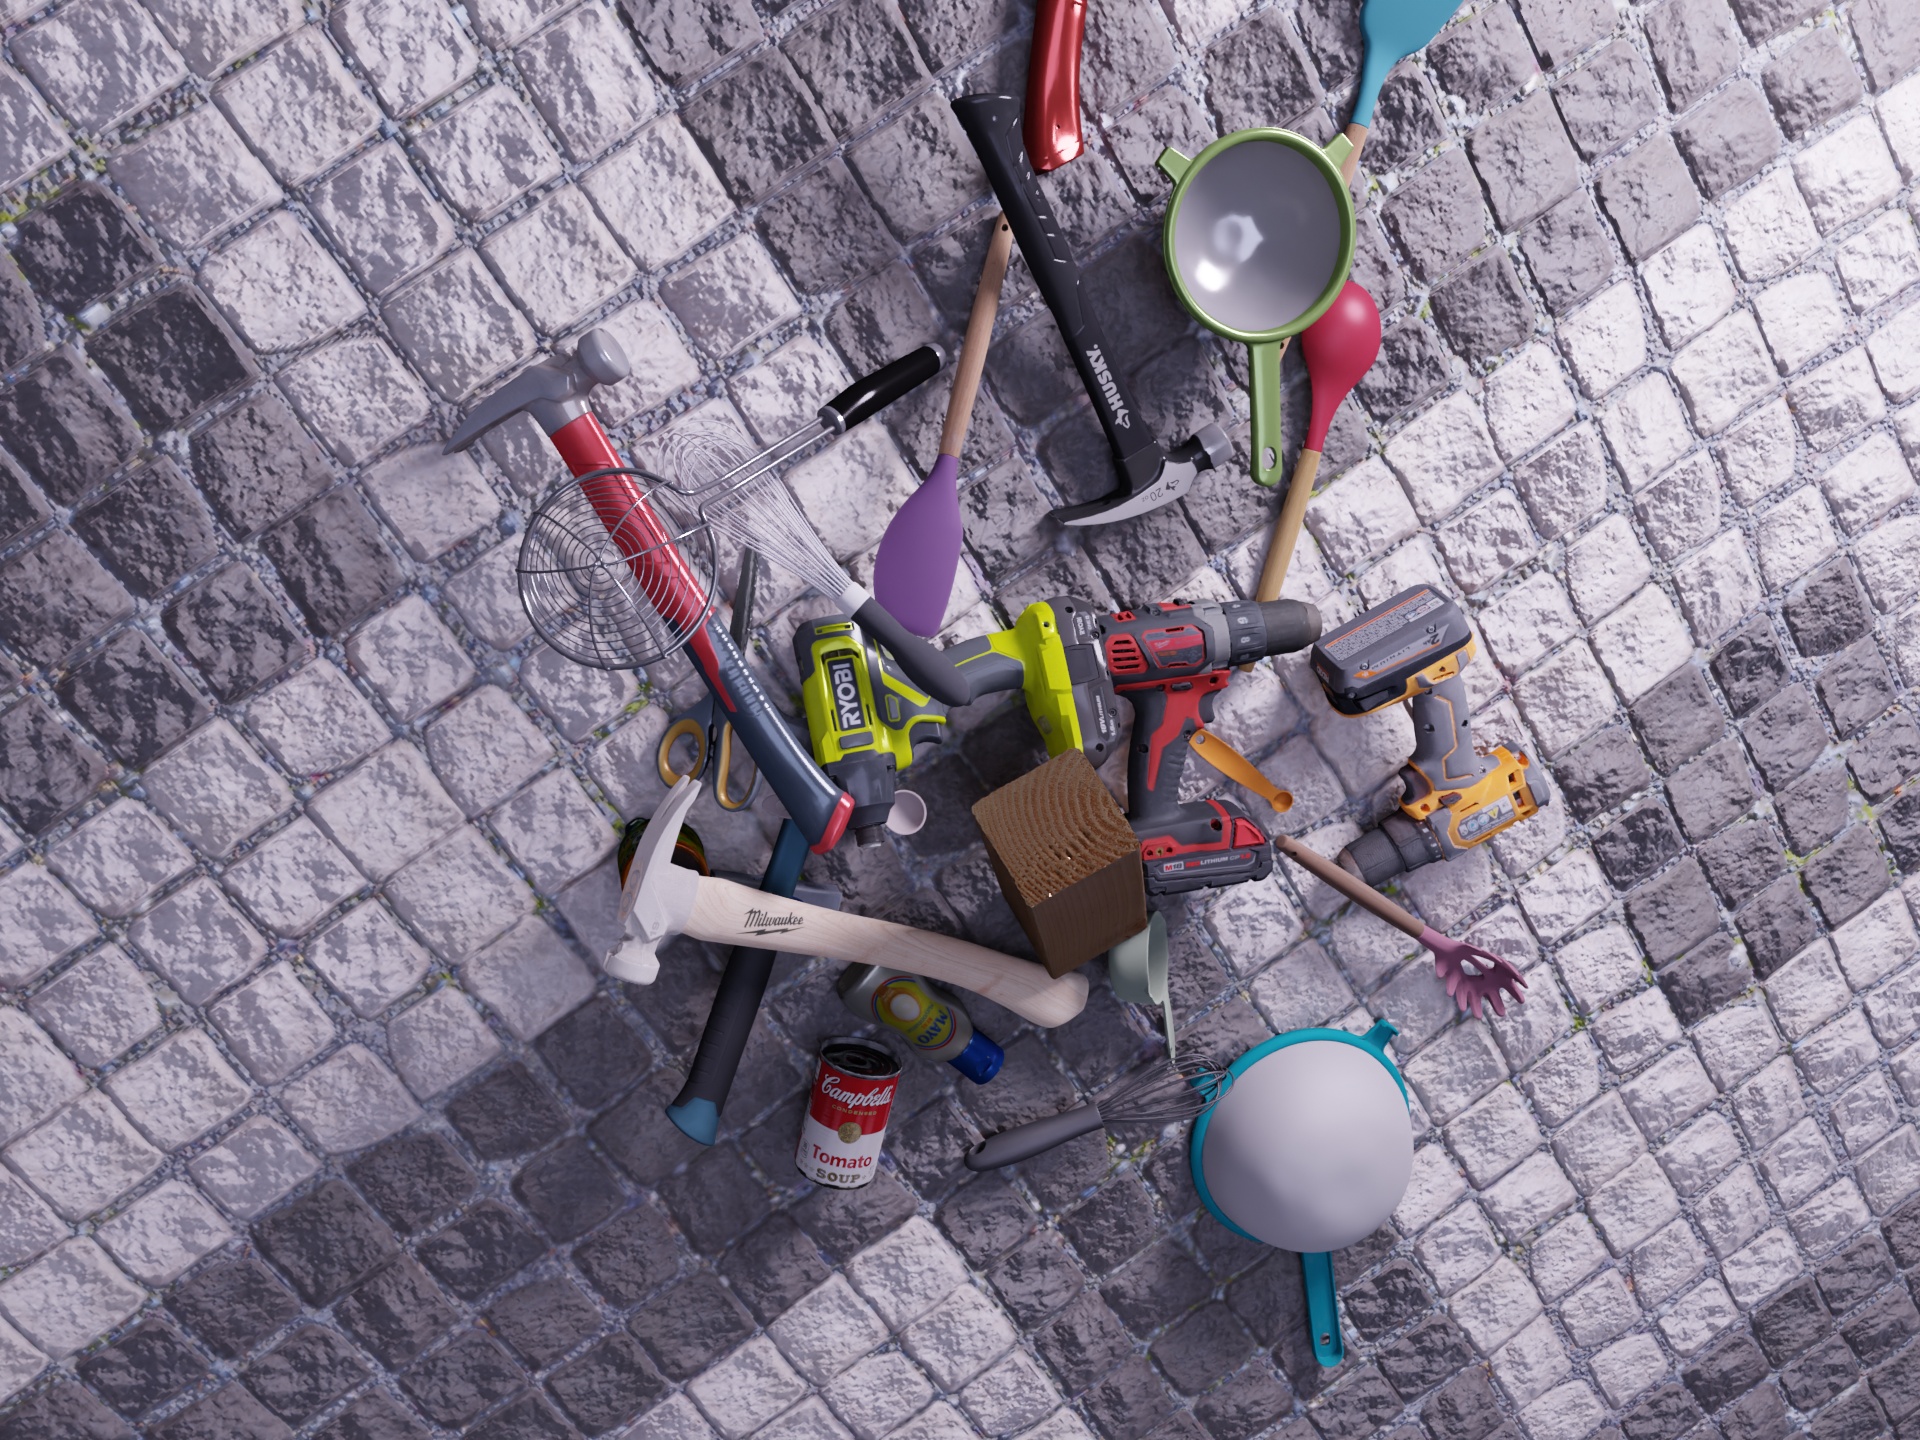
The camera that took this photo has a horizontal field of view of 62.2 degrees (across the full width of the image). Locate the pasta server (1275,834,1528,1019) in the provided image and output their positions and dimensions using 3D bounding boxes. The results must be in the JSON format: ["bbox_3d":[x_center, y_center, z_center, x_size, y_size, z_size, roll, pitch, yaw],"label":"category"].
[{"bbox_3d":[0.372,0.172,1.344,0.316,0.040,0.060,32,120,-30],"label":"pasta server"}]

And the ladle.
[{"bbox_3d":[0.269,-0.189,1.259,0.069,0.031,0.315,11,103,-16],"label":"ladle"}]

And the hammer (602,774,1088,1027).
[{"bbox_3d":[-0.061,0.160,1.207,0.410,0.038,0.146,19,90,-33],"label":"hammer"}]

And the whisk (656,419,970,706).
[{"bbox_3d":[-0.102,-0.107,1.134,0.284,0.070,0.070,42,91,-3],"label":"whisk"}]

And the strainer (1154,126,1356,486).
[{"bbox_3d":[0.215,-0.306,1.191,0.151,0.069,0.256,-9,107,-12],"label":"strainer"}]

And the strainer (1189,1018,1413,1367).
[{"bbox_3d":[0.324,0.443,1.399,0.211,0.095,0.340,-12,106,-11],"label":"strainer"}]

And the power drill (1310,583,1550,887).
[{"bbox_3d":[0.366,0.025,1.311,0.185,0.084,0.226,-29,114,4],"label":"power drill"}]

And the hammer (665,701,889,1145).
[{"bbox_3d":[-0.151,0.158,1.206,0.128,0.033,0.331,20,86,-16],"label":"hammer"}]

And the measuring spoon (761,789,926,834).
[{"bbox_3d":[-0.088,0.068,1.198,0.124,0.018,0.034,4,77,-9],"label":"measuring spoon"}]

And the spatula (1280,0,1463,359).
[{"bbox_3d":[0.292,-0.421,1.194,0.082,0.044,0.317,16,101,-17],"label":"spatula"}]

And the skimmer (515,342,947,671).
[{"bbox_3d":[-0.138,-0.163,1.079,0.127,0.090,0.363,47,51,3],"label":"skimmer"}]

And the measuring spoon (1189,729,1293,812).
[{"bbox_3d":[0.230,0.039,1.318,0.116,0.011,0.021,35,98,-16],"label":"measuring spoon"}]

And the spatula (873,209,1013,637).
[{"bbox_3d":[-0.005,-0.218,1.158,0.060,0.018,0.316,15,90,-1],"label":"spatula"}]

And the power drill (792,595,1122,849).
[{"bbox_3d":[-0.002,-0.004,1.190,0.223,0.080,0.171,-10,81,-11],"label":"power drill"}]

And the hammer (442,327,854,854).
[{"bbox_3d":[-0.202,-0.068,1.109,0.143,0.038,0.386,-29,99,16],"label":"hammer"}]

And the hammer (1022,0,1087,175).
[{"bbox_3d":[0.071,-0.568,1.104,0.149,0.037,0.359,4,103,-15],"label":"hammer"}]

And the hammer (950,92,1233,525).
[{"bbox_3d":[0.076,-0.295,1.155,0.146,0.035,0.334,-31,118,-4],"label":"hammer"}]

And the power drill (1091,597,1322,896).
[{"bbox_3d":[0.199,0.013,1.263,0.188,0.080,0.226,-8,103,-6],"label":"power drill"}]

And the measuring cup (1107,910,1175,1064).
[{"bbox_3d":[0.153,0.229,1.328,0.038,0.083,0.167,0,128,19],"label":"measuring cup"}]

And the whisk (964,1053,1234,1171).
[{"bbox_3d":[0.116,0.335,1.340,0.239,0.055,0.055,-20,108,0],"label":"whisk"}]
